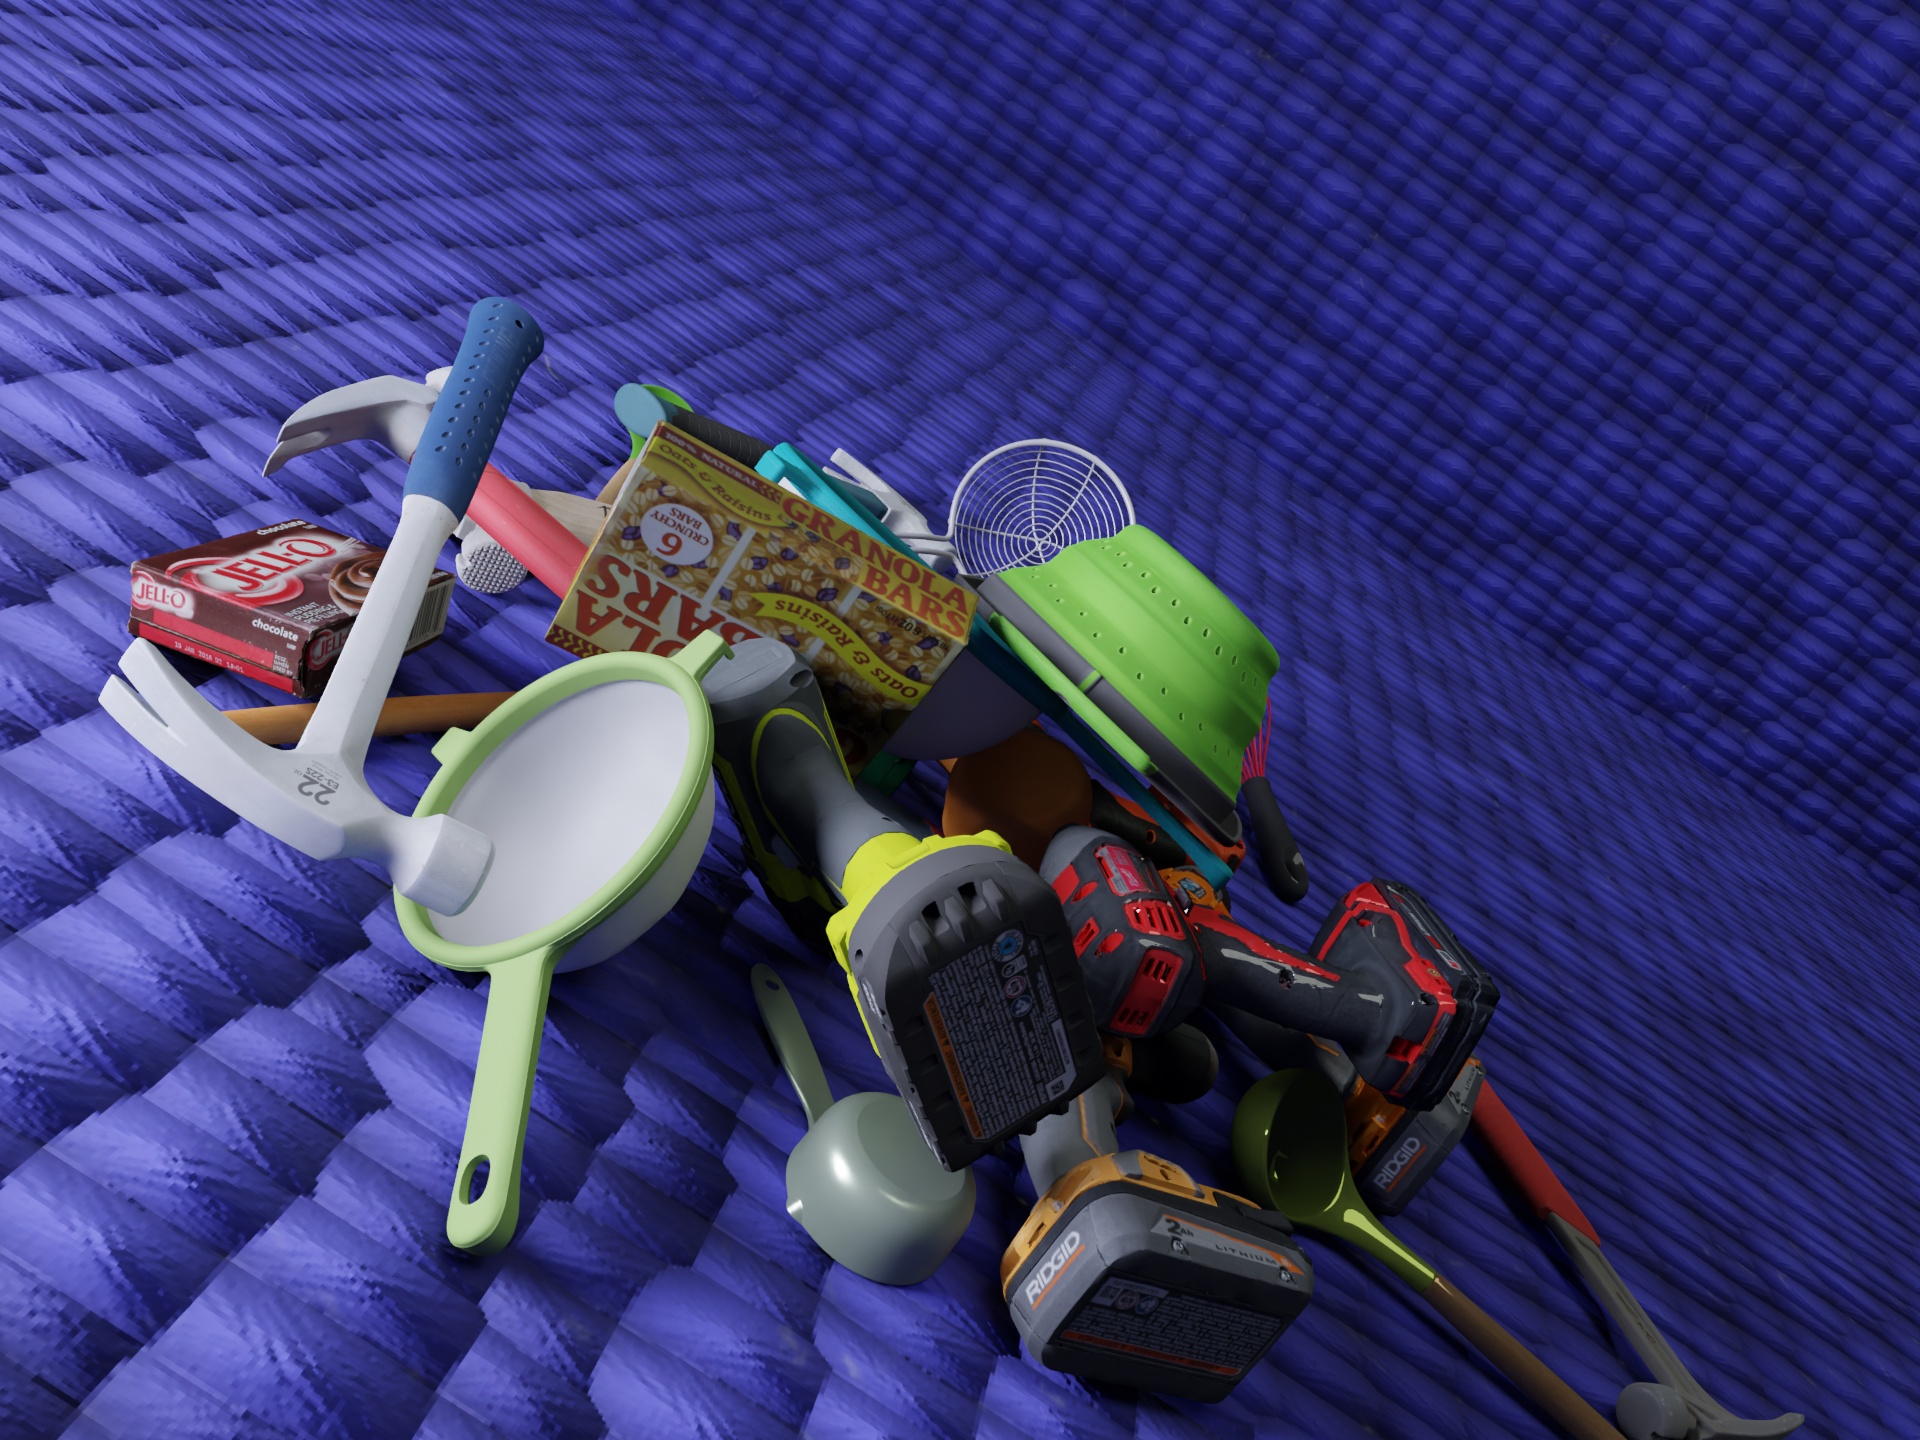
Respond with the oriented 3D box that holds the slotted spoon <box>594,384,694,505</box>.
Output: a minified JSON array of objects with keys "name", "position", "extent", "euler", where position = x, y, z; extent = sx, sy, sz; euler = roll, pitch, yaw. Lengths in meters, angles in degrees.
[{"name":"slotted spoon","position":[-0.229,-0.165,1.085],"extent":[0.070,0.031,0.314],"euler":[39,22,-17]}]

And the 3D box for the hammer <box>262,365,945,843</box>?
[{"name":"hammer","position":[-0.166,-0.038,0.806],"extent":[0.386,0.038,0.143],"euler":[41,30,3]}]

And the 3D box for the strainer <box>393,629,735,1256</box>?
[{"name":"strainer","position":[-0.149,0.089,0.616],"extent":[0.069,0.151,0.257],"euler":[52,26,-43]}]

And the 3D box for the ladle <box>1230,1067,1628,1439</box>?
[{"name":"ladle","position":[0.265,0.301,0.808],"extent":[0.320,0.062,0.078],"euler":[42,54,7]}]

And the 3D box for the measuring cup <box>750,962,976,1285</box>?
[{"name":"measuring cup","position":[-0.048,0.156,0.673],"extent":[0.083,0.038,0.168],"euler":[13,33,-43]}]

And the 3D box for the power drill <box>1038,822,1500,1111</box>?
[{"name":"power drill","position":[0.143,0.114,0.799],"extent":[0.219,0.078,0.143],"euler":[16,21,-19]}]

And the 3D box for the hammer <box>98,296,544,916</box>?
[{"name":"hammer","position":[-0.245,-0.091,0.714],"extent":[0.144,0.035,0.406],"euler":[33,30,-26]}]

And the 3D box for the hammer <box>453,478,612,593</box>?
[{"name":"hammer","position":[-0.123,-0.103,1.015],"extent":[0.410,0.038,0.146],"euler":[11,40,-34]}]

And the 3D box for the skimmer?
[{"name":"skimmer","position":[-0.039,-0.123,1.000],"extent":[0.363,0.090,0.127],"euler":[-4,80,-44]}]

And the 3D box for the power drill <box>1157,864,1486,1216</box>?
[{"name":"power drill","position":[0.189,0.169,0.936],"extent":[0.226,0.084,0.164],"euler":[37,22,15]}]

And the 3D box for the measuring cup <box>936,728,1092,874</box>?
[{"name":"measuring cup","position":[0.008,0.020,0.953],"extent":[0.095,0.052,0.174],"euler":[-31,62,-26]}]

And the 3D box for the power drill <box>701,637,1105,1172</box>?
[{"name":"power drill","position":[-0.035,0.078,0.675],"extent":[0.223,0.080,0.171],"euler":[40,-27,52]}]

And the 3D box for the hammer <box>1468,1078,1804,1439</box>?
[{"name":"hammer","position":[0.364,0.289,0.997],"extent":[0.149,0.036,0.359],"euler":[19,27,-34]}]

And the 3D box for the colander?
[{"name":"colander","position":[0.115,-0.031,0.921],"extent":[0.204,0.094,0.397],"euler":[45,5,10]}]

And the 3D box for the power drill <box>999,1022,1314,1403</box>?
[{"name":"power drill","position":[0.075,0.193,0.731],"extent":[0.185,0.084,0.226],"euler":[24,20,-29]}]

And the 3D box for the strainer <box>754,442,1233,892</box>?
[{"name":"strainer","position":[-0.001,-0.003,0.868],"extent":[0.340,0.095,0.211],"euler":[44,5,-3]}]

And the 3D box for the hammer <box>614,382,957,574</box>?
[{"name":"hammer","position":[-0.134,-0.192,1.223],"extent":[0.128,0.033,0.330],"euler":[47,18,30]}]

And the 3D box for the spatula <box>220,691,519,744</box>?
[{"name":"spatula","position":[-0.224,-0.012,0.765],"extent":[0.081,0.041,0.322],"euler":[49,26,20]}]

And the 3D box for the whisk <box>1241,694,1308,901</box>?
[{"name":"whisk","position":[0.235,0.042,1.293],"extent":[0.073,0.073,0.296],"euler":[25,31,-23]}]
